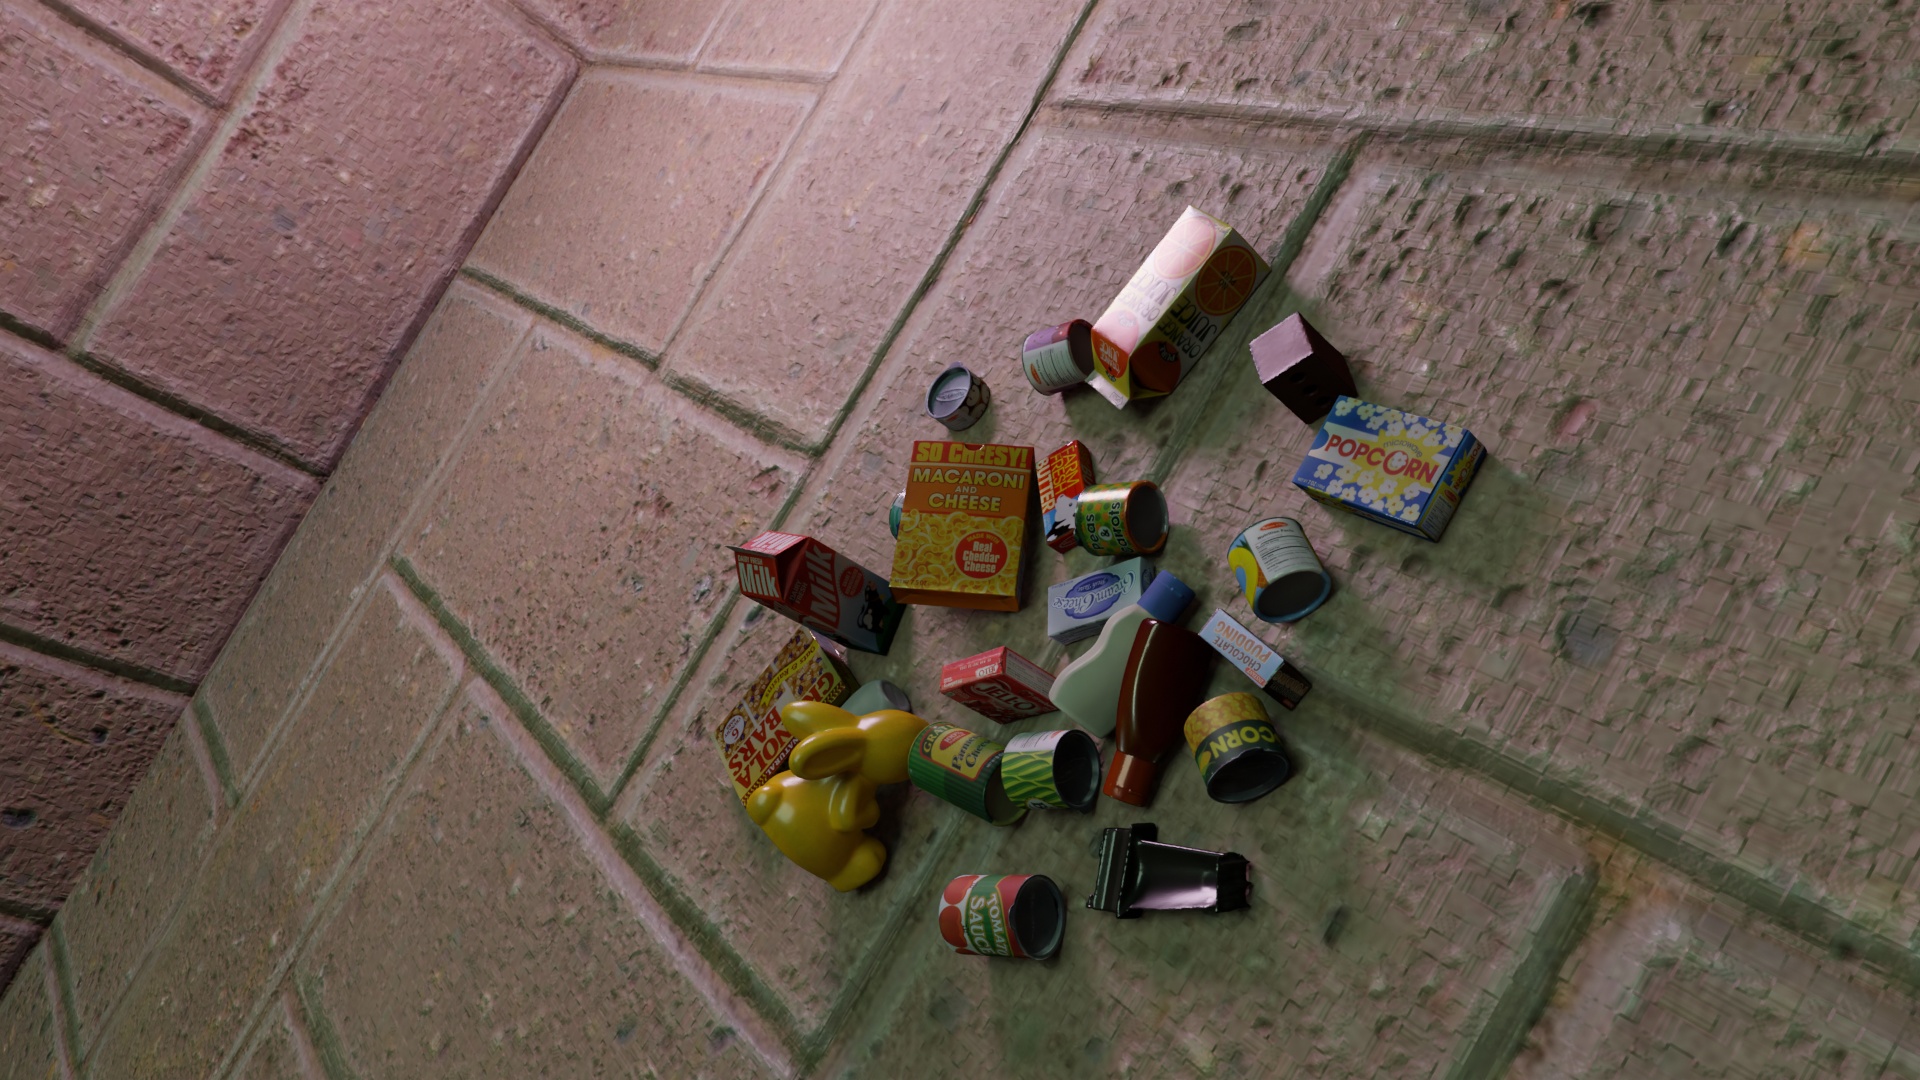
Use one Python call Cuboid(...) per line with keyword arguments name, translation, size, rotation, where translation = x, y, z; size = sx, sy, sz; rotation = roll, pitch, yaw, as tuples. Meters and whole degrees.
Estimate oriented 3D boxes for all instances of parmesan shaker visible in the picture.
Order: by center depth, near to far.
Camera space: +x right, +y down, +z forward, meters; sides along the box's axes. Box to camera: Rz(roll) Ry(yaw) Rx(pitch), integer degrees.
Cuboid(name="parmesan shaker", translation=(0.013, 0.205, 1.234), size=(0.103, 0.071, 0.071), rotation=(14, 76, 48))

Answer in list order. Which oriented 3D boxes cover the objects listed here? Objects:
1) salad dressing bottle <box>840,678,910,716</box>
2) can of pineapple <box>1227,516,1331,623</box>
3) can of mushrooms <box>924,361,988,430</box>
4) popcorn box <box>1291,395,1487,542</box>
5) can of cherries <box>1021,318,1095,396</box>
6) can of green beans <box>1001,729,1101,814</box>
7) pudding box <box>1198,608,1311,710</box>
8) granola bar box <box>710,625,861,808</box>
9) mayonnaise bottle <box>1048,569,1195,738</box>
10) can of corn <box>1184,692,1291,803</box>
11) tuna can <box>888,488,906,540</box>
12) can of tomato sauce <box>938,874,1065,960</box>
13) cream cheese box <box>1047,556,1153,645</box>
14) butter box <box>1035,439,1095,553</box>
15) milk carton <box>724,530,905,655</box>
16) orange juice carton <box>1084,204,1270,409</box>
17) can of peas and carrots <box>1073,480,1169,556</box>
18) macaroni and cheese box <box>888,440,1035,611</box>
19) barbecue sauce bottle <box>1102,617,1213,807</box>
Cuboid(name="salad dressing bottle", translation=(-0.115, 0.201, 1.379), size=(0.147, 0.044, 0.064), rotation=(-44, 41, 16))
Cuboid(name="can of pineapple", translation=(0.254, 0.025, 1.110), size=(0.071, 0.071, 0.058), rotation=(-38, 43, 21))
Cuboid(name="can of mushrooms", translation=(-0.003, -0.157, 1.509), size=(0.071, 0.033, 0.071), rotation=(-25, 49, 33))
Cuboid(name="popcorn box", translation=(0.338, -0.058, 1.100), size=(0.127, 0.038, 0.085), rotation=(27, 86, 50))
Cuboid(name="can of cherries", translation=(0.105, -0.186, 1.397), size=(0.058, 0.071, 0.072), rotation=(-14, 56, 39))
Cuboid(name="can of green beans", translation=(0.076, 0.194, 1.174), size=(0.057, 0.071, 0.071), rotation=(-11, 58, 41))
Cuboid(name="pudding box", translation=(0.232, 0.093, 1.098), size=(0.030, 0.049, 0.084), rotation=(-51, 41, 5))
Cuboid(name="granola bar box", translation=(-0.181, 0.187, 1.457), size=(0.165, 0.039, 0.124), rotation=(-50, 40, 7))
Cuboid(name="mayonnaise bottle", translation=(0.142, 0.094, 1.182), size=(0.148, 0.065, 0.041), rotation=(-52, 4, 0))
Cuboid(name="can of corn", translation=(0.211, 0.157, 1.061), size=(0.071, 0.071, 0.058), rotation=(-38, 43, 21))
Cuboid(name="tuna can", translation=(-0.037, -0.020, 1.432), size=(0.033, 0.071, 0.071), rotation=(21, 81, 49))
Cuboid(name="can of tomato sauce", translation=(0.032, 0.309, 1.140), size=(0.083, 0.071, 0.071), rotation=(-12, 57, 41))
Cuboid(name="cream cheese box", translation=(0.126, 0.055, 1.249), size=(0.103, 0.024, 0.053), rotation=(-21, 53, 35))
Cuboid(name="butter box", translation=(0.104, -0.043, 1.335), size=(0.053, 0.024, 0.104), rotation=(-30, 47, 29))
Cuboid(name="milk carton", translation=(-0.148, 0.046, 1.399), size=(0.072, 0.190, 0.073), rotation=(6, 70, 47))
Cuboid(name="orange juice carton", translation=(0.195, -0.213, 1.317), size=(0.192, 0.073, 0.072), rotation=(-51, 40, 7))
Cuboid(name="can of peas and carrots", translation=(0.144, -0.019, 1.244), size=(0.058, 0.071, 0.071), rotation=(-4, 62, 43))
Cuboid(name="macaroni and cheese box", translation=(0.005, -0.017, 1.359), size=(0.124, 0.040, 0.167), rotation=(4, 63, 9))
Cuboid(name="barbecue sauce bottle", translation=(0.156, 0.142, 1.136), size=(0.043, 0.065, 0.148), rotation=(-175, 105, -73))
